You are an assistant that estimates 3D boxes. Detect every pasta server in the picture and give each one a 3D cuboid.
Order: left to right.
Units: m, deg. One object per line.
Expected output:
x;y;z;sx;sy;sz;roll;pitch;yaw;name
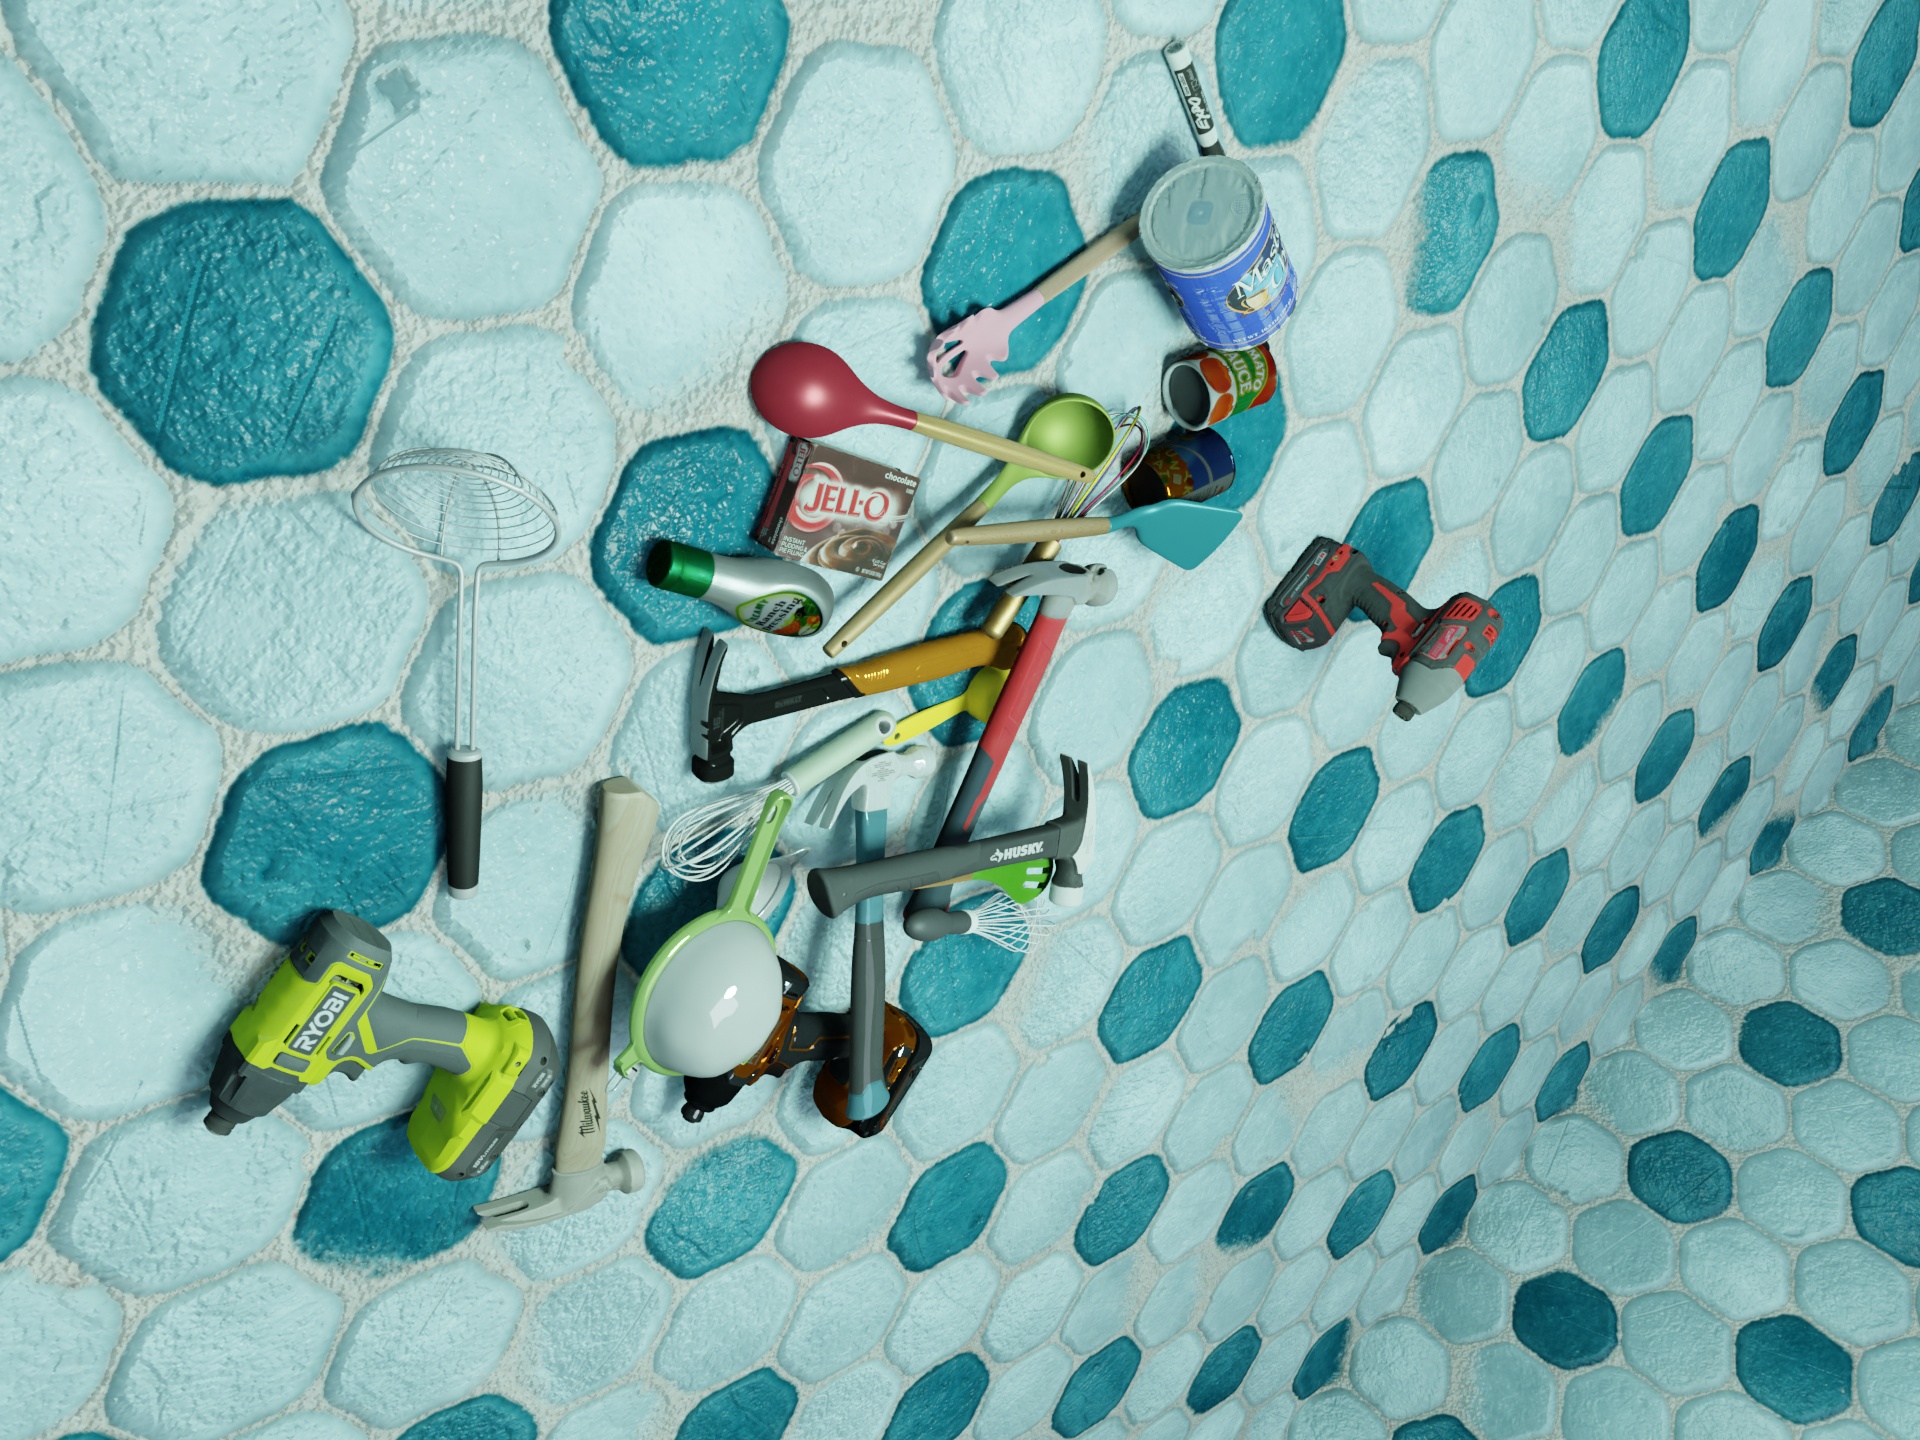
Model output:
0.087;-0.357;1.291;0.316;0.040;0.060;-40;125;-19;pasta server

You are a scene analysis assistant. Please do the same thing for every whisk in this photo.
-0.148;0.057;1.326;0.246;0.059;0.057;-34;108;-30;whisk
0.018;0.189;1.507;0.070;0.070;0.284;-63;154;8;whisk
0.092;-0.174;1.395;0.051;0.047;0.245;38;83;-39;whisk

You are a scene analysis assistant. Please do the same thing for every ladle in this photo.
-0.017;-0.225;1.236;0.315;0.031;0.069;10;102;-35;ladle
0.008;-0.158;1.306;0.320;0.062;0.078;-45;130;-19;ladle

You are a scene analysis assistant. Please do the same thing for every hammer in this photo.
-0.308;0.236;1.295;0.146;0.038;0.410;-8;119;-39;hammer
-0.080;0.190;1.408;0.128;0.033;0.331;-6;101;-44;hammer
-0.075;-0.044;1.338;0.337;0.034;0.127;-16;126;-36;hammer
0.001;0.116;1.391;0.334;0.035;0.146;-7;110;-44;hammer
0.016;0.033;1.421;0.143;0.038;0.386;-8;129;-48;hammer

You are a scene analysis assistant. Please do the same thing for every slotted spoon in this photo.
-0.011;0.141;1.432;0.313;0.031;0.070;0;97;-48;slotted spoon

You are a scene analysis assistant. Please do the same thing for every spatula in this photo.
0.112;-0.158;1.358;0.317;0.044;0.082;-10;152;-42;spatula

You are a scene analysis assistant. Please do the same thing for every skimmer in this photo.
-0.338;-0.016;1.067;0.127;0.090;0.363;5;118;-10;skimmer

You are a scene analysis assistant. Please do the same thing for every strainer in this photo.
-0.217;0.199;1.323;0.258;0.050;0.086;-55;158;-19;strainer
-0.171;0.184;1.281;0.151;0.069;0.256;10;103;-53;strainer

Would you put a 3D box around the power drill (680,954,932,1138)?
-0.148;0.313;1.462;0.226;0.084;0.164;30;93;-44;power drill

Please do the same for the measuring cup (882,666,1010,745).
-0.002;-0.005;1.432;0.156;0.029;0.062;-25;130;-34;measuring cup

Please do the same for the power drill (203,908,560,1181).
-0.423;0.252;1.169;0.171;0.080;0.223;-54;135;-3;power drill

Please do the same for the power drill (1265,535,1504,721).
0.432;-0.092;1.642;0.143;0.220;0.078;-52;138;-5;power drill
